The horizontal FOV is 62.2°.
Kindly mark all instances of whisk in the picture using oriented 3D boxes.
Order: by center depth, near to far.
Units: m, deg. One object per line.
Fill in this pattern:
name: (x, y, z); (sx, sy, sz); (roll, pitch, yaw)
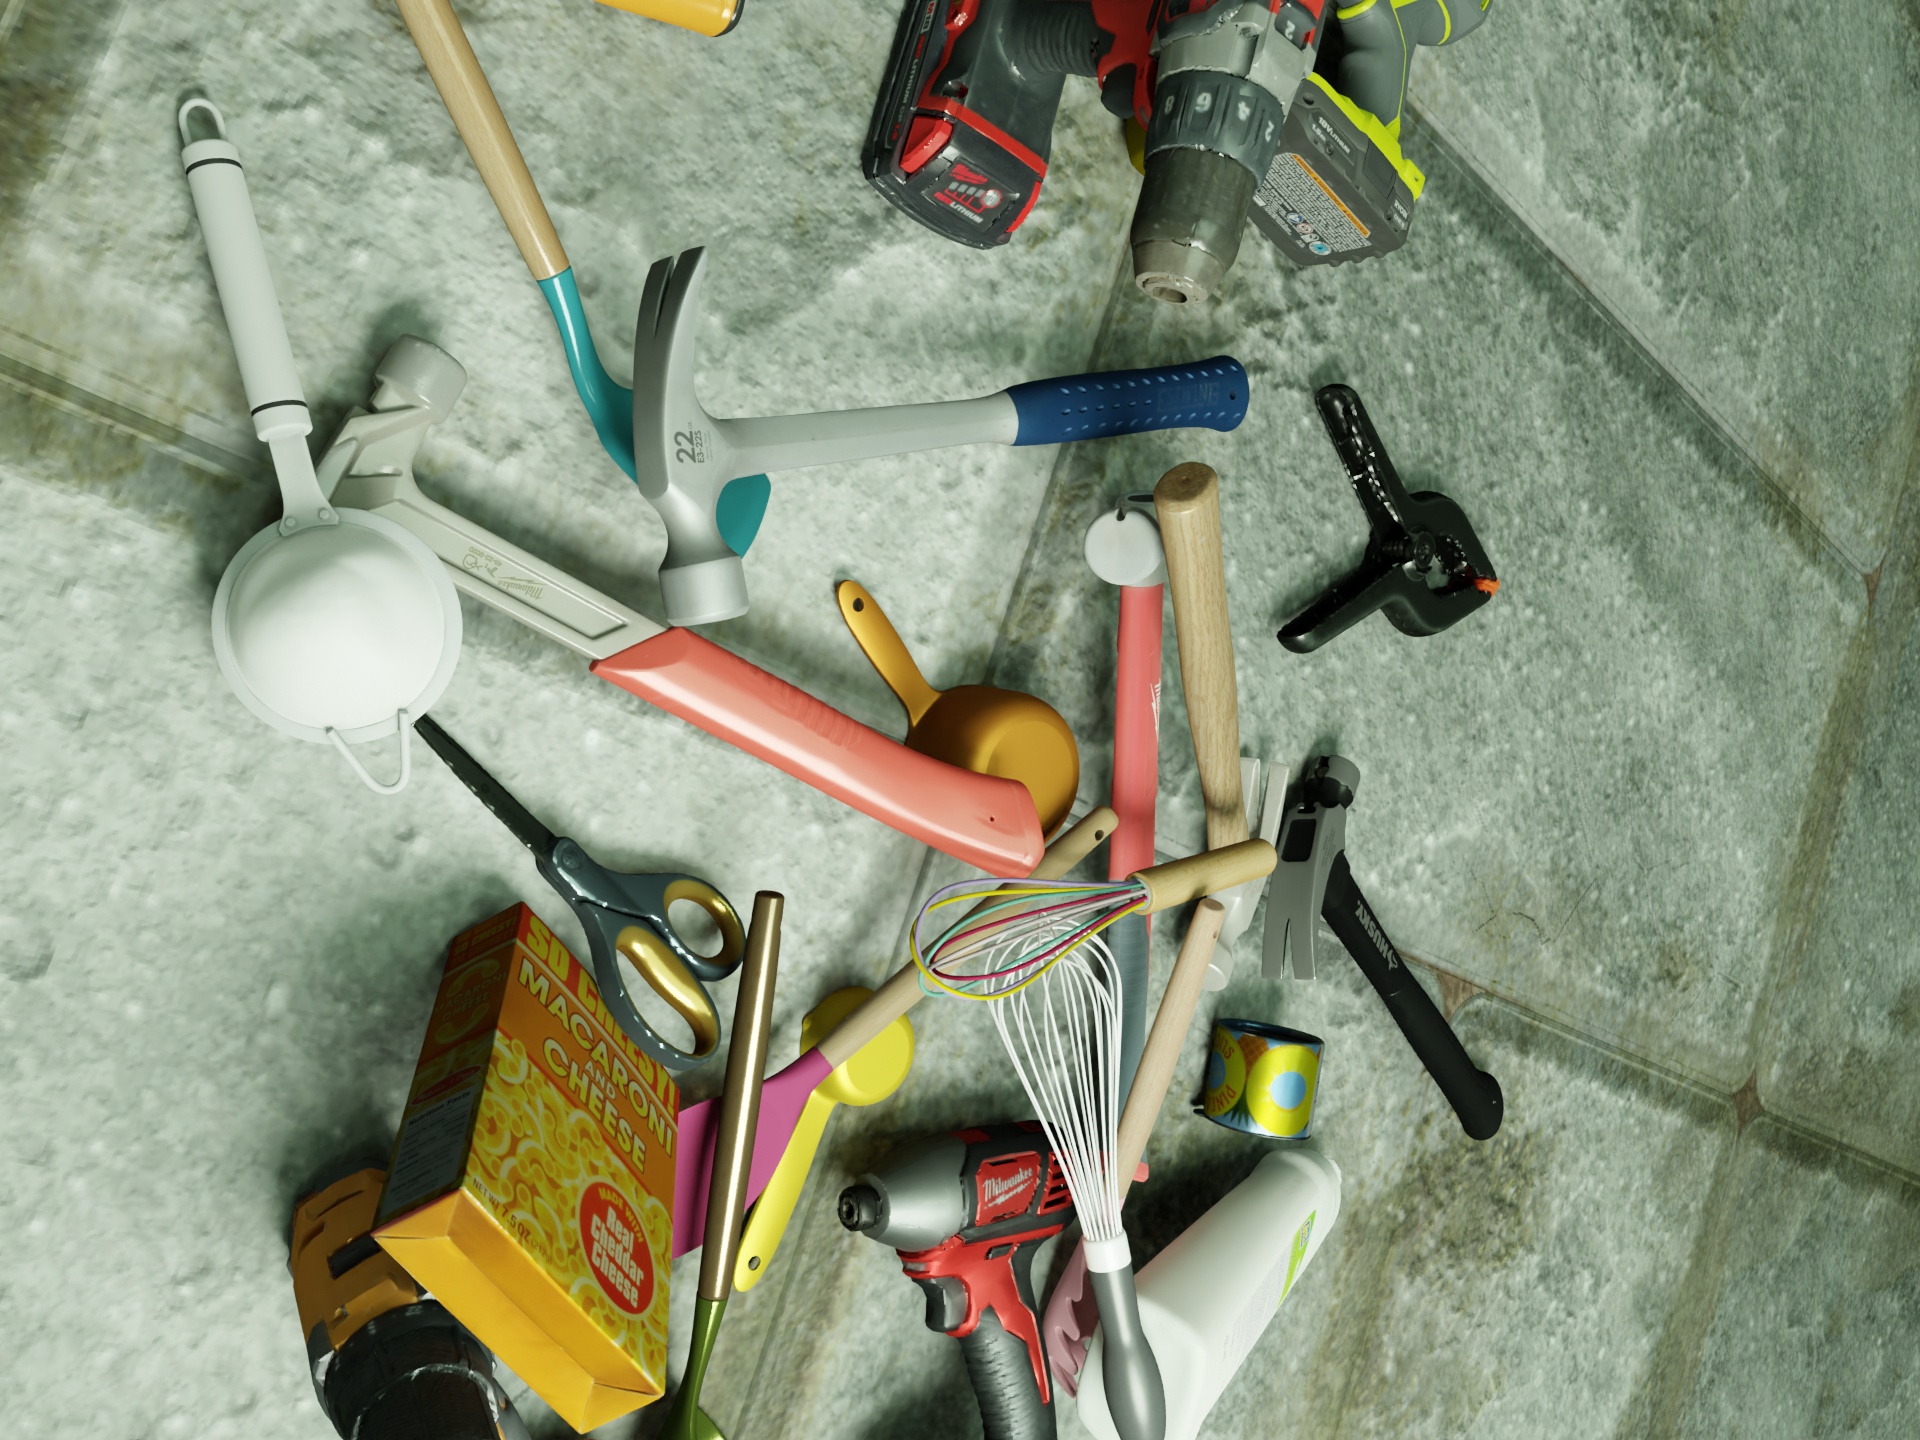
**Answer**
whisk: (0.072, 0.092, 0.767); (0.245, 0.047, 0.051); (-10, 117, -40)
whisk: (0.067, 0.234, 0.801); (0.070, 0.070, 0.284); (-14, 95, -37)

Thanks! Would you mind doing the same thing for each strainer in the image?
strainer: (-0.241, -0.099, 0.566); (0.087, 0.050, 0.258); (-16, 89, -8)

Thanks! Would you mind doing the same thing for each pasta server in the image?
pasta server: (0.095, 0.233, 0.845); (0.060, 0.040, 0.316); (-19, 130, -51)

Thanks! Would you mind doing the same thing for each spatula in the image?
spatula: (-0.161, -0.203, 0.620); (0.082, 0.044, 0.317); (-78, 151, -53)

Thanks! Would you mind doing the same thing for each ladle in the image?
ladle: (-0.096, 0.234, 0.717); (0.062, 0.078, 0.320); (7, 97, -12)

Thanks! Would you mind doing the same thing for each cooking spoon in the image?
cooking spoon: (-0.045, 0.144, 0.757); (0.319, 0.017, 0.068); (-39, 118, -13)

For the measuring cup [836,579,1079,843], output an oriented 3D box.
measuring cup: (-0.001, -0.003, 0.789); (0.095, 0.052, 0.173); (-50, 125, -23)

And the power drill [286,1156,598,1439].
power drill: (-0.176, 0.295, 0.605); (0.084, 0.185, 0.226); (-29, 116, -20)

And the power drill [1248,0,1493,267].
power drill: (0.221, -0.393, 0.909); (0.171, 0.080, 0.223); (30, 73, -38)

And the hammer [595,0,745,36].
hammer: (-0.228, -0.310, 0.581); (0.336, 0.034, 0.127); (3, 93, -39)

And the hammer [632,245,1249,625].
hammer: (0.014, -0.149, 0.755); (0.405, 0.035, 0.144); (-18, 103, -46)

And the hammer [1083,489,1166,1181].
hammer: (0.098, 0.069, 0.874); (0.143, 0.038, 0.386); (-35, 129, -66)

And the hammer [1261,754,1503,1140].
hammer: (0.287, 0.182, 1.044); (0.334, 0.035, 0.146); (51, 49, -34)

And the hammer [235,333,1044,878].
hammer: (-0.111, -0.006, 0.680); (0.358, 0.037, 0.149); (30, 76, -28)

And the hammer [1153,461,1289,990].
hammer: (0.135, 0.000, 0.839); (0.130, 0.031, 0.331); (-60, 150, -34)

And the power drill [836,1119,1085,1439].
power drill: (0.002, 0.318, 0.800); (0.143, 0.078, 0.220); (5, 78, -42)

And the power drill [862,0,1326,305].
power drill: (0.056, -0.263, 0.691); (0.080, 0.227, 0.188); (19, 83, -39)

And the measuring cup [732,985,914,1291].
measuring cup: (-0.068, 0.206, 0.776); (0.062, 0.029, 0.156); (36, 71, -36)
